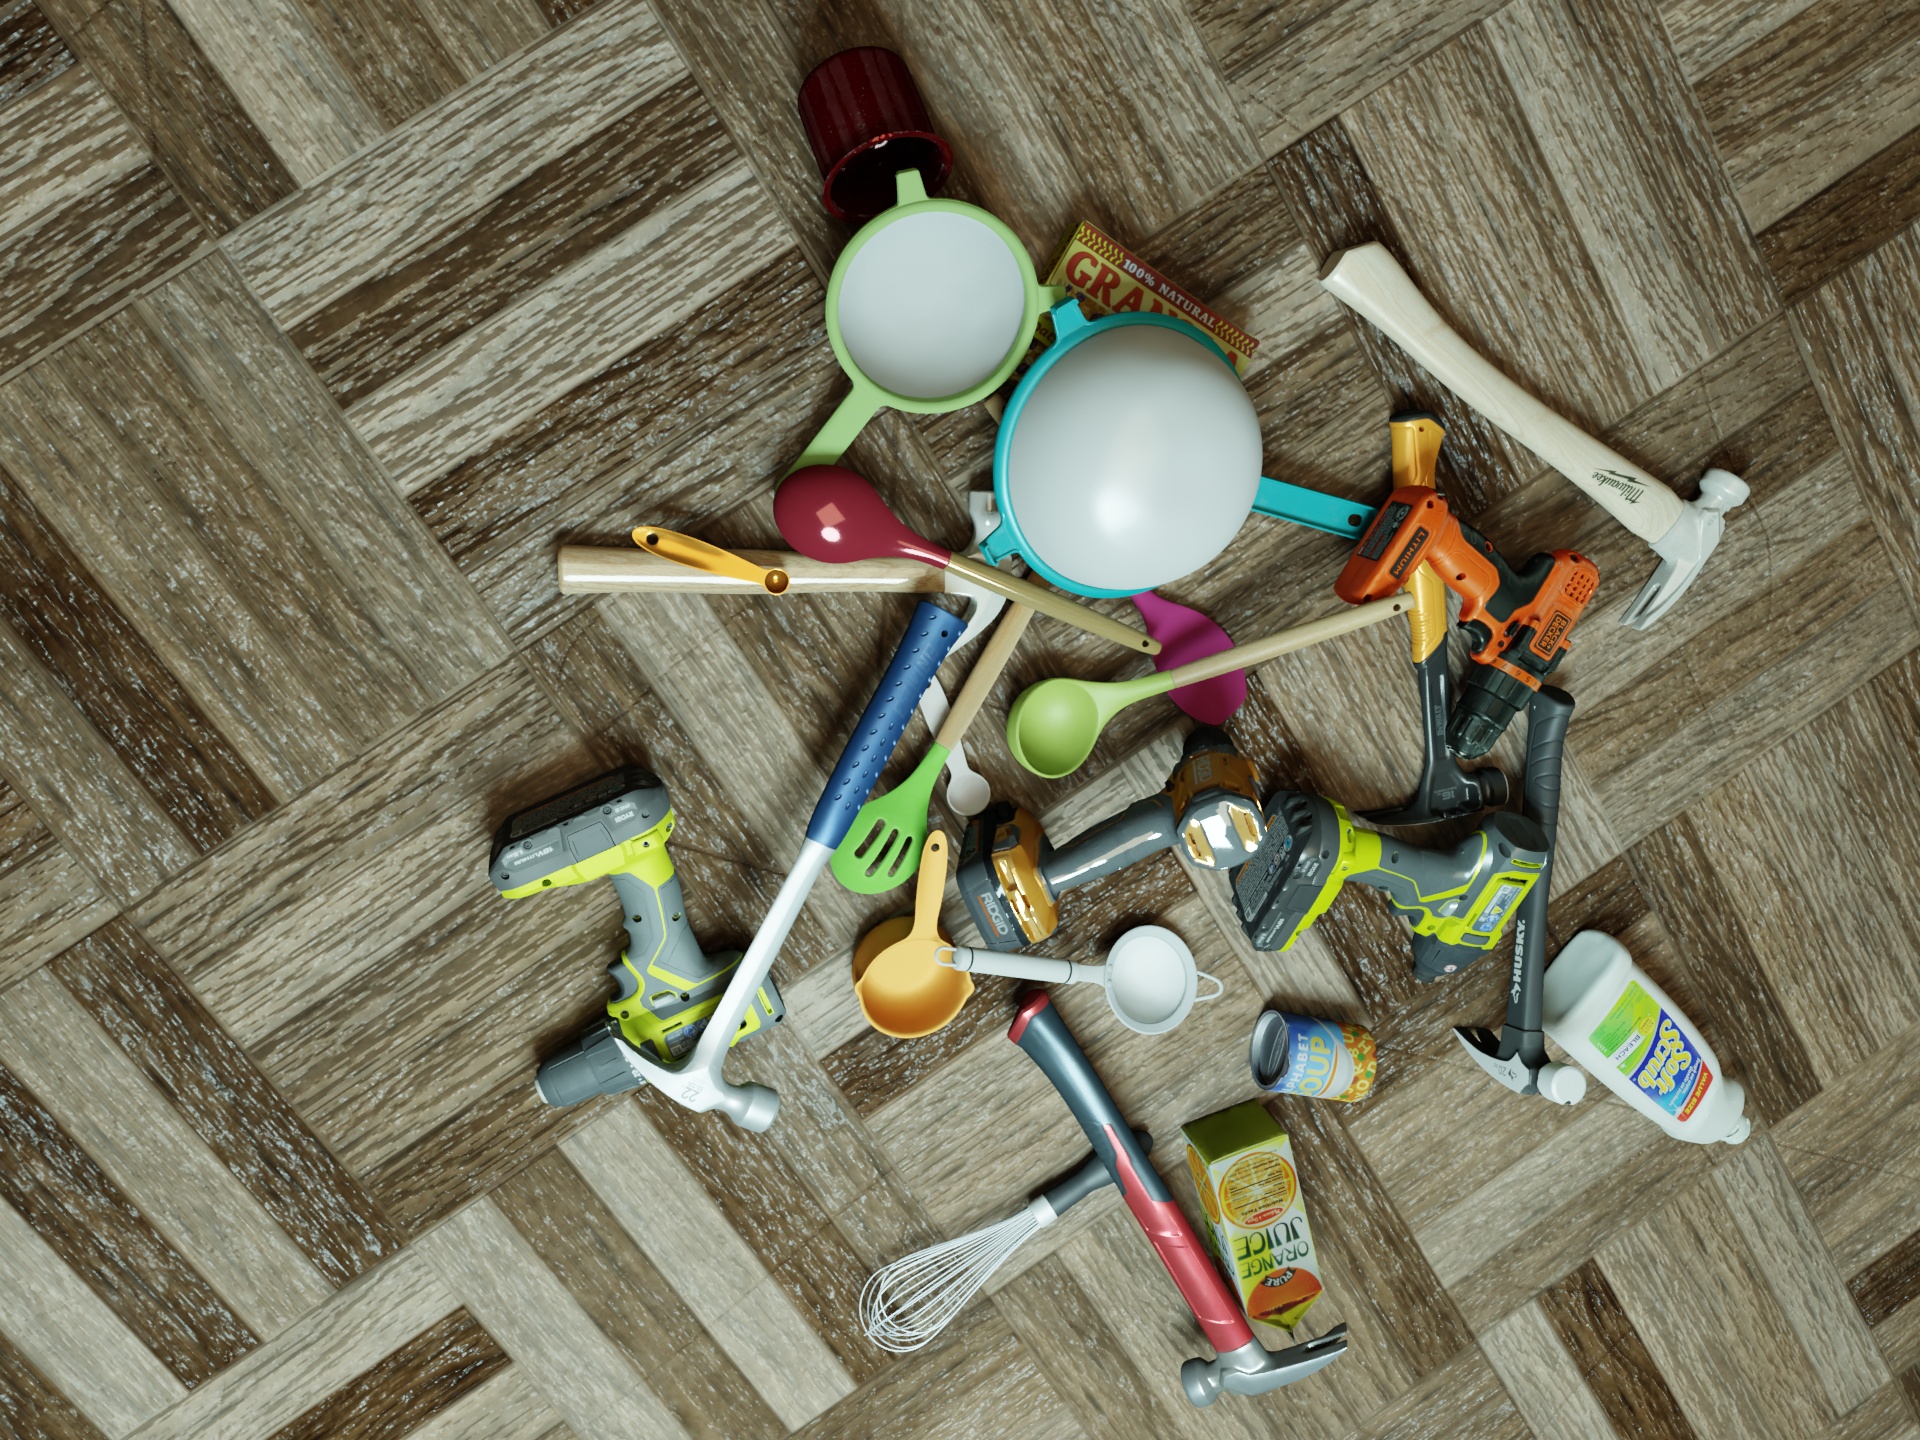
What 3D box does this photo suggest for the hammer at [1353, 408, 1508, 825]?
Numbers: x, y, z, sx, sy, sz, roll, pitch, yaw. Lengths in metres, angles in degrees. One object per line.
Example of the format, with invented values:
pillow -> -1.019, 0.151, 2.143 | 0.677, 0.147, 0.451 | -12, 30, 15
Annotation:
hammer -> 0.369, -0.080, 1.281 | 0.127, 0.034, 0.336 | -11, 104, -11

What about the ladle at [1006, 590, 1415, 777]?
ladle -> 0.187, -0.035, 1.197 | 0.320, 0.062, 0.078 | -19, 114, 11

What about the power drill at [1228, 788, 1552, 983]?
power drill -> 0.341, 0.140, 1.287 | 0.223, 0.080, 0.171 | 10, 126, -16

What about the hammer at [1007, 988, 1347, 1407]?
hammer -> 0.163, 0.375, 1.275 | 0.143, 0.038, 0.386 | -27, 100, 18

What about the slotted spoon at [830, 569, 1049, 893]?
slotted spoon -> -0.002, -0.004, 1.209 | 0.070, 0.031, 0.314 | 31, 89, -18

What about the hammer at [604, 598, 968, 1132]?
hammer -> -0.111, 0.096, 1.156 | 0.144, 0.035, 0.405 | 29, 88, -26

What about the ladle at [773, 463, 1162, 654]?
ladle -> 0.012, -0.107, 1.170 | 0.315, 0.031, 0.069 | 21, 96, -18

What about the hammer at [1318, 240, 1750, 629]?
hammer -> 0.443, -0.234, 1.264 | 0.410, 0.038, 0.146 | 32, 95, -16

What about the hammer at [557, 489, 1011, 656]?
hammer -> -0.126, -0.107, 1.170 | 0.331, 0.031, 0.130 | -1, 101, -12

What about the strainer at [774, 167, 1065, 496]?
strainer -> -0.056, -0.262, 1.144 | 0.151, 0.069, 0.256 | 31, 111, -27

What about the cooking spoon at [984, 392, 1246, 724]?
cooking spoon -> 0.120, -0.123, 1.226 | 0.069, 0.017, 0.318 | -43, 107, -11

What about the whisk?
whisk -> 0.041, 0.422, 1.308 | 0.284, 0.070, 0.070 | -32, 107, -8

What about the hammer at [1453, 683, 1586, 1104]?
hammer -> 0.473, 0.136, 1.319 | 0.035, 0.146, 0.335 | 5, 89, -14

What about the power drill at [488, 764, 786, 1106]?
power drill -> -0.257, 0.167, 1.178 | 0.190, 0.080, 0.228 | -24, 108, -7

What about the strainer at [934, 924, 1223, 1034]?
strainer -> 0.091, 0.197, 1.254 | 0.258, 0.050, 0.087 | 12, 76, -29

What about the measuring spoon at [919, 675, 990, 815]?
measuring spoon -> -0.010, 0.015, 1.233 | 0.034, 0.018, 0.124 | -21, 99, -5

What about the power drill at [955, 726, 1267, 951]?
power drill -> 0.118, 0.078, 1.210 | 0.226, 0.185, 0.084 | -22, 106, 13

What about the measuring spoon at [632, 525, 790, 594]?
measuring spoon -> -0.178, -0.116, 1.138 | 0.117, 0.011, 0.021 | 18, 96, -11

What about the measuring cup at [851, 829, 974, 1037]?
measuring cup -> -0.035, 0.156, 1.226 | 0.095, 0.052, 0.173 | 3, 107, -17

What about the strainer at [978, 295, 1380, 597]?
strainer -> 0.193, -0.168, 1.156 | 0.340, 0.095, 0.211 | 10, 106, -25
